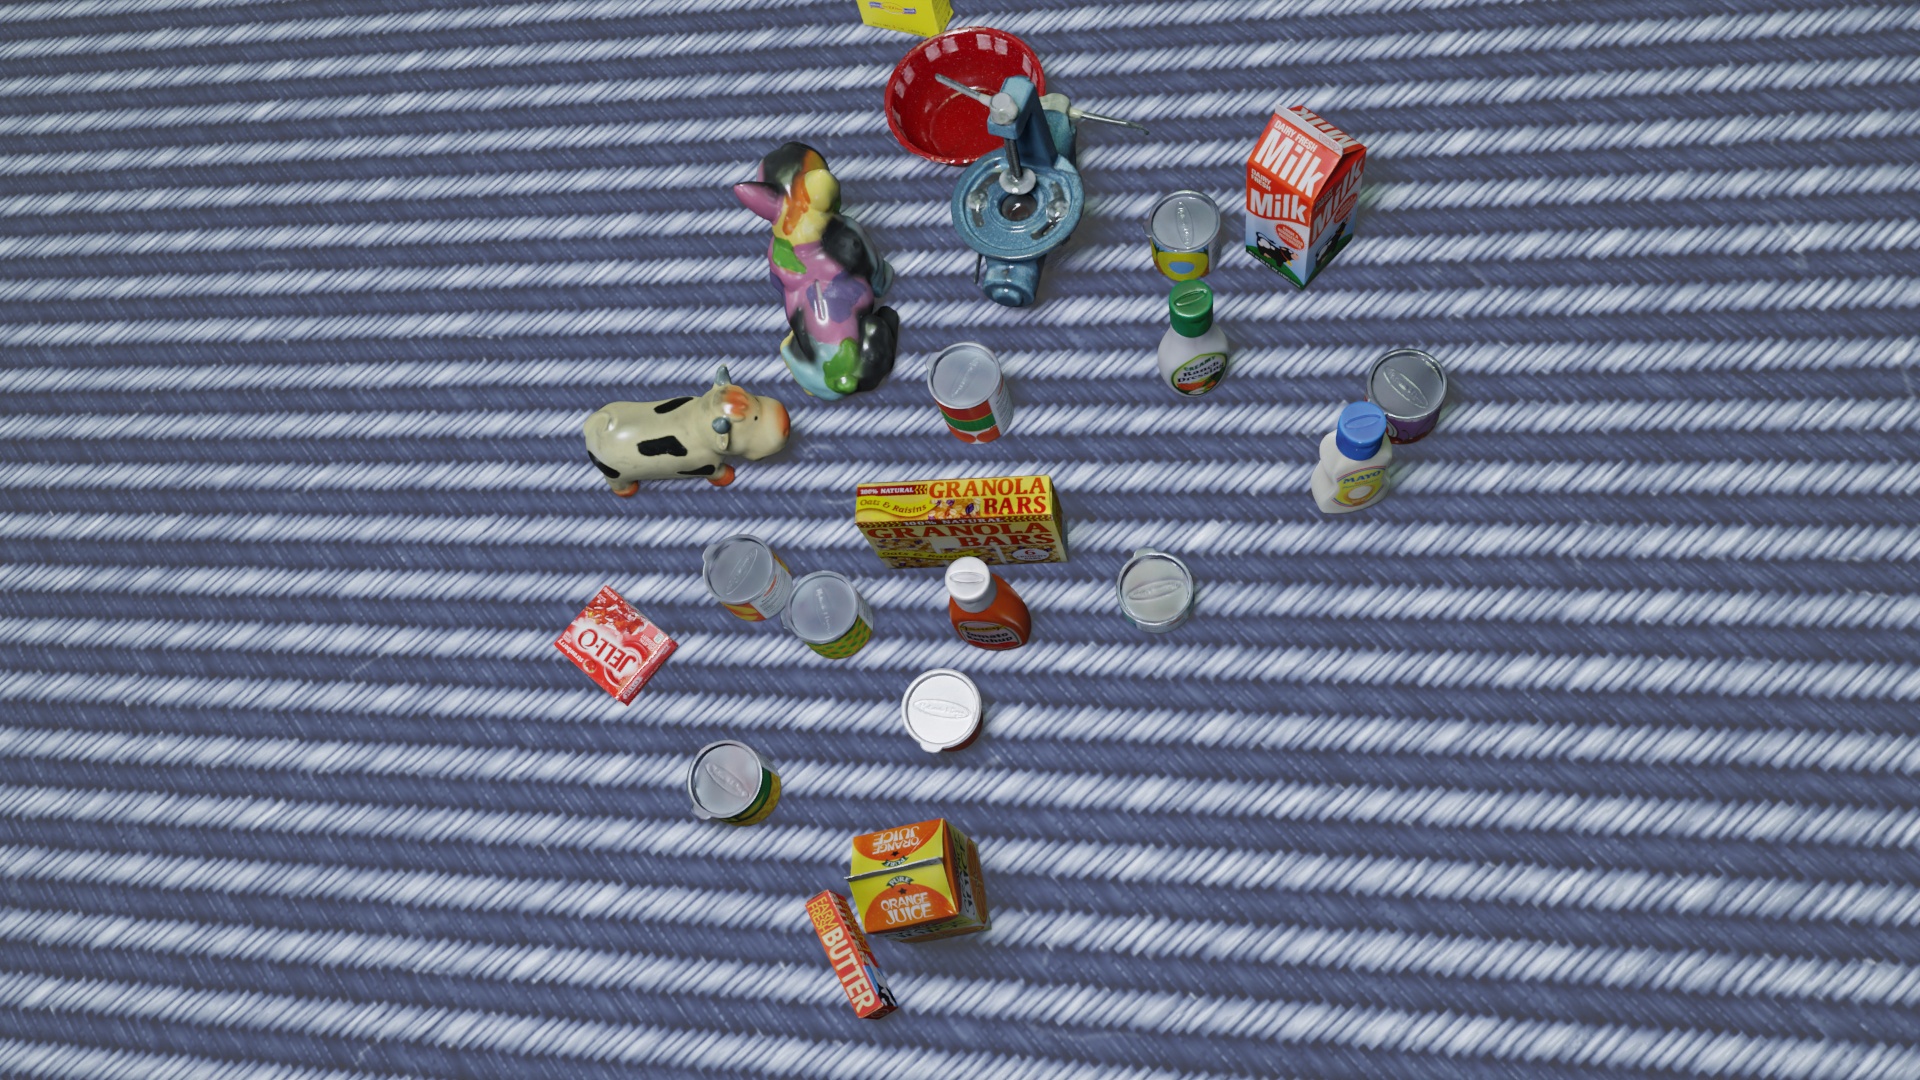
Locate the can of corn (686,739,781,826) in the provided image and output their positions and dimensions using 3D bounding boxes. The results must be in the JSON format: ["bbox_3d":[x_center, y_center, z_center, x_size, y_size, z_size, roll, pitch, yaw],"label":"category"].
[{"bbox_3d":[-0.194,0.210,1.187,0.071,0.058,0.071,-4,70,10],"label":"can of corn"}]

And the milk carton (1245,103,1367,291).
[{"bbox_3d":[0.299,-0.306,1.210,0.072,0.190,0.073,41,83,21],"label":"milk carton"}]

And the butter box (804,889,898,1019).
[{"bbox_3d":[-0.088,0.335,1.123,0.024,0.053,0.104,-30,67,-1],"label":"butter box"}]

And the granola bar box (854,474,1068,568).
[{"bbox_3d":[0.004,-0.015,1.196,0.165,0.124,0.039,-2,70,10],"label":"granola bar box"}]

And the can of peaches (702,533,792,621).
[{"bbox_3d":[-0.192,0.033,1.252,0.071,0.058,0.071,-4,70,10],"label":"can of peaches"}]

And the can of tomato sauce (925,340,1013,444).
[{"bbox_3d":[0.008,-0.133,1.261,0.071,0.083,0.071,-4,70,10],"label":"can of tomato sauce"}]

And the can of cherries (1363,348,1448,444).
[{"bbox_3d":[0.380,-0.122,1.197,0.071,0.058,0.072,-4,70,10],"label":"can of cherries"}]

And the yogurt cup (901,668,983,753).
[{"bbox_3d":[-0.012,0.147,1.177,0.072,0.053,0.072,-4,70,10],"label":"yogurt cup"}]

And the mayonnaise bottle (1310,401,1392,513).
[{"bbox_3d":[0.324,-0.067,1.139,0.065,0.147,0.041,-14,68,6],"label":"mayonnaise bottle"}]

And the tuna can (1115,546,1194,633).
[{"bbox_3d":[0.167,0.043,1.192,0.071,0.032,0.071,-4,70,10],"label":"tuna can"}]

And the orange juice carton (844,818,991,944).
[{"bbox_3d":[-0.031,0.262,1.063,0.072,0.192,0.073,-13,69,7],"label":"orange juice carton"}]

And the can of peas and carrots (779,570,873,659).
[{"bbox_3d":[-0.117,0.067,1.224,0.071,0.058,0.071,-4,70,10],"label":"can of peas and carrots"}]

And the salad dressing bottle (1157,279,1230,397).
[{"bbox_3d":[0.201,-0.174,1.203,0.064,0.147,0.044,-19,68,4],"label":"salad dressing bottle"}]

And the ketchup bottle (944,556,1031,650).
[{"bbox_3d":[0.019,0.053,1.154,0.065,0.148,0.043,1,71,12],"label":"ketchup bottle"}]

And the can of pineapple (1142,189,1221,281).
[{"bbox_3d":[0.207,-0.283,1.291,0.071,0.057,0.071,-4,70,10],"label":"can of pineapple"}]
